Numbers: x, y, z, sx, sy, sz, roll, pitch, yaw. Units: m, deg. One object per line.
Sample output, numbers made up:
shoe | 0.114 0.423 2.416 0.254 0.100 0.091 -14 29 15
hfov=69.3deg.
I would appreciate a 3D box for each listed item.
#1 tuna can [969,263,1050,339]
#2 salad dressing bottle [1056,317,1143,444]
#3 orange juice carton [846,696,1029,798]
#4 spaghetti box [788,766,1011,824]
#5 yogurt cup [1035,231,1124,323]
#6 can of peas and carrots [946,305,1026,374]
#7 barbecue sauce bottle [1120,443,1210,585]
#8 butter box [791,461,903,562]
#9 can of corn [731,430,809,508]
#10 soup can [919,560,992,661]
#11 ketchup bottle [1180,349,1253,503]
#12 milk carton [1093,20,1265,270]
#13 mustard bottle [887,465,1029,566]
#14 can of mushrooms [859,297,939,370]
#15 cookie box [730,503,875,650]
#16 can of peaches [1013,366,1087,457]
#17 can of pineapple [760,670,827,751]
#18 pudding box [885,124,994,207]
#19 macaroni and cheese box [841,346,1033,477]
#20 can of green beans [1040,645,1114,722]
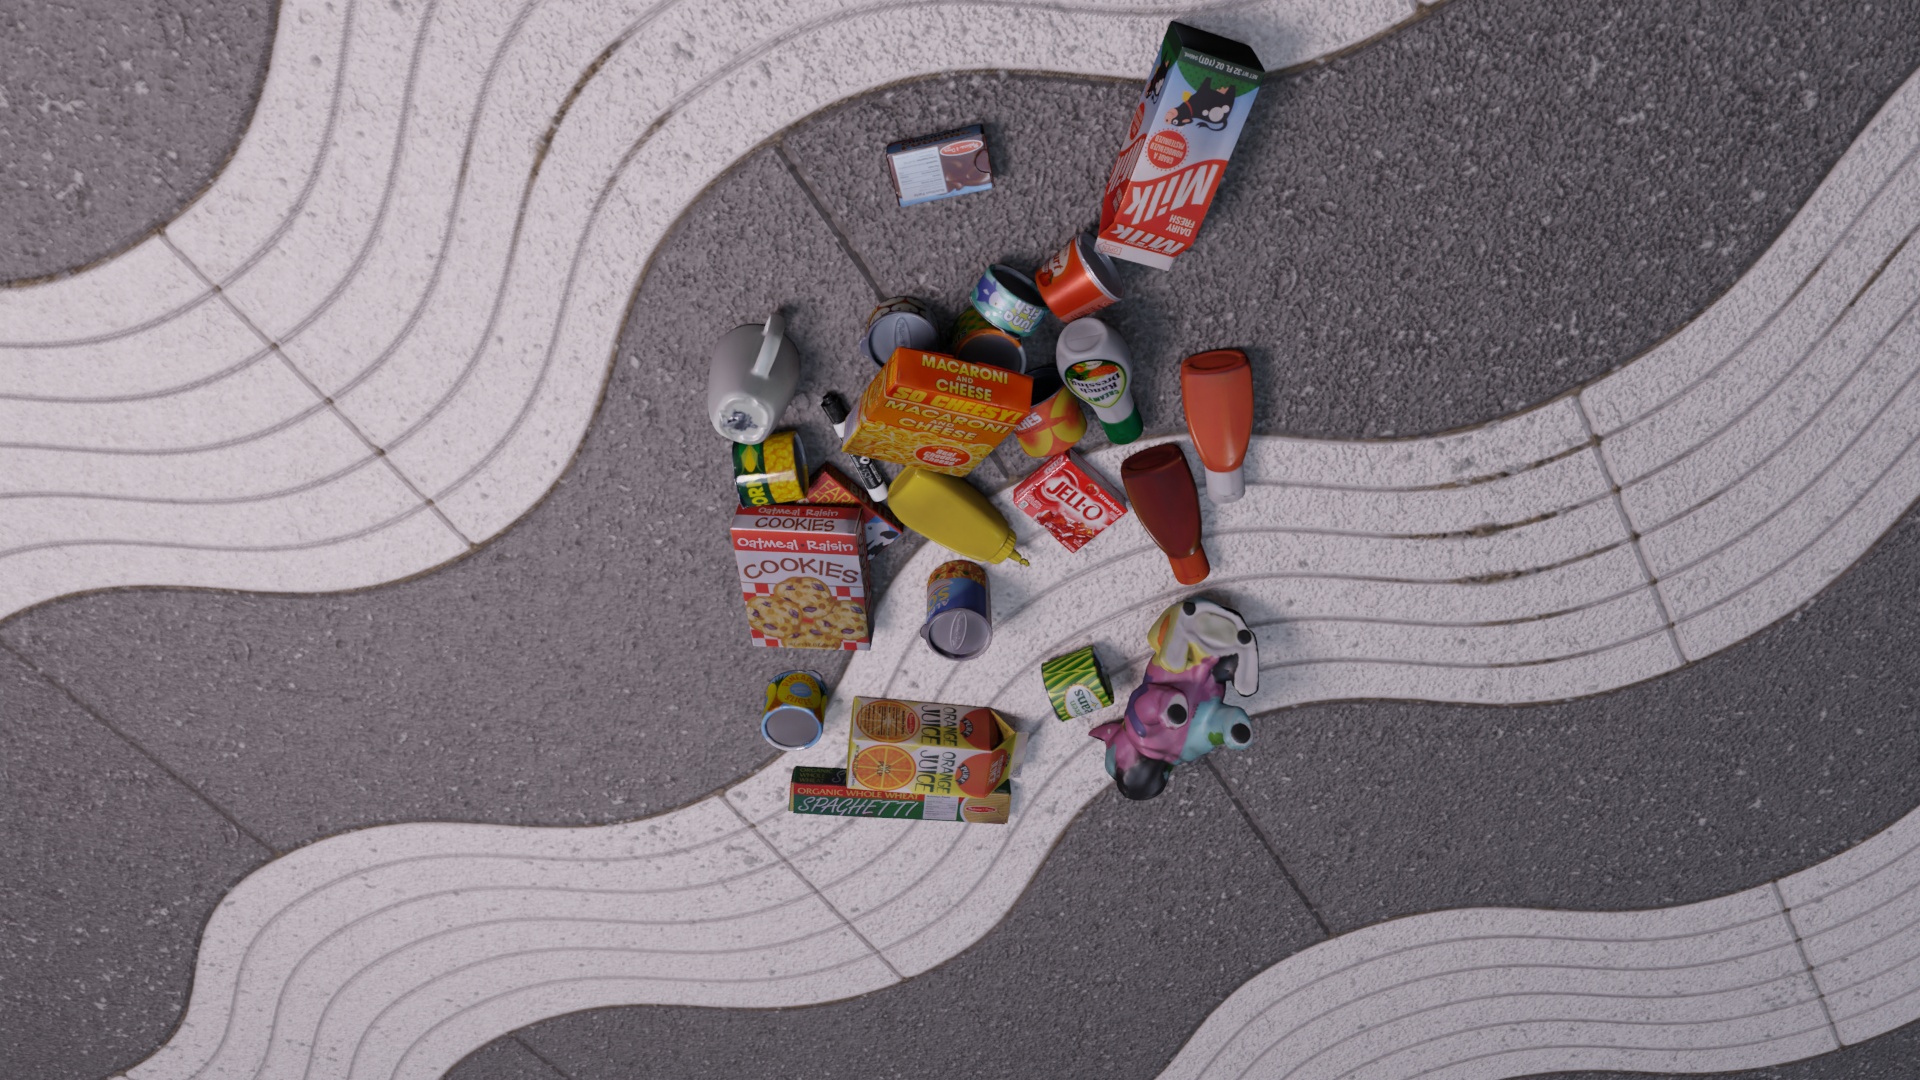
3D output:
tuna can | 0.044 -0.208 1.209 0.071 0.071 0.032 26 119 -18
salad dressing bottle | 0.130 -0.139 1.246 0.064 0.044 0.147 -10 148 18
orange juice carton | -0.025 0.226 1.505 0.193 0.073 0.071 5 124 -5
spaghetti box | -0.068 0.289 1.575 0.250 0.029 0.049 4 125 -4
yogurt cup | 0.102 -0.225 1.204 0.053 0.073 0.072 -30 120 28
can of peas and carrots | 0.023 -0.172 1.241 0.071 0.059 0.070 -1 124 -1
barbecue sauce bottle | 0.207 -0.022 1.357 0.065 0.044 0.148 -18 123 12
butter box | -0.110 -0.027 1.359 0.103 0.024 0.053 39 117 -24
can of corn | -0.178 -0.065 1.304 0.058 0.071 0.070 -9 124 4
soup can | -0.004 0.069 1.391 0.071 0.084 0.071 0 124 -1
ketchup bottle | 0.244 -0.104 1.300 0.065 0.044 0.148 -8 124 6
milk carton | 0.173 -0.313 1.137 0.072 0.074 0.189 13 124 -10
mustard bottle | 0.005 -0.017 1.353 0.160 0.049 0.065 35 121 -23
can of mushrooms | -0.055 -0.183 1.247 0.071 0.034 0.070 -1 125 -1
cookie box | -0.153 0.037 1.375 0.123 0.040 0.166 2 133 5
can of peaches | 0.075 -0.116 1.273 0.071 0.071 0.058 -20 123 13
can of pineapple | -0.177 0.181 1.481 0.071 0.058 0.070 0 124 0
pudding box | -0.016 -0.312 1.161 0.084 0.030 0.049 -10 123 6
macaroni and cheese box | -0.024 -0.112 1.232 0.124 0.040 0.166 11 160 -17
can of green beans | 0.124 0.151 1.460 0.058 0.071 0.071 -21 122 13
